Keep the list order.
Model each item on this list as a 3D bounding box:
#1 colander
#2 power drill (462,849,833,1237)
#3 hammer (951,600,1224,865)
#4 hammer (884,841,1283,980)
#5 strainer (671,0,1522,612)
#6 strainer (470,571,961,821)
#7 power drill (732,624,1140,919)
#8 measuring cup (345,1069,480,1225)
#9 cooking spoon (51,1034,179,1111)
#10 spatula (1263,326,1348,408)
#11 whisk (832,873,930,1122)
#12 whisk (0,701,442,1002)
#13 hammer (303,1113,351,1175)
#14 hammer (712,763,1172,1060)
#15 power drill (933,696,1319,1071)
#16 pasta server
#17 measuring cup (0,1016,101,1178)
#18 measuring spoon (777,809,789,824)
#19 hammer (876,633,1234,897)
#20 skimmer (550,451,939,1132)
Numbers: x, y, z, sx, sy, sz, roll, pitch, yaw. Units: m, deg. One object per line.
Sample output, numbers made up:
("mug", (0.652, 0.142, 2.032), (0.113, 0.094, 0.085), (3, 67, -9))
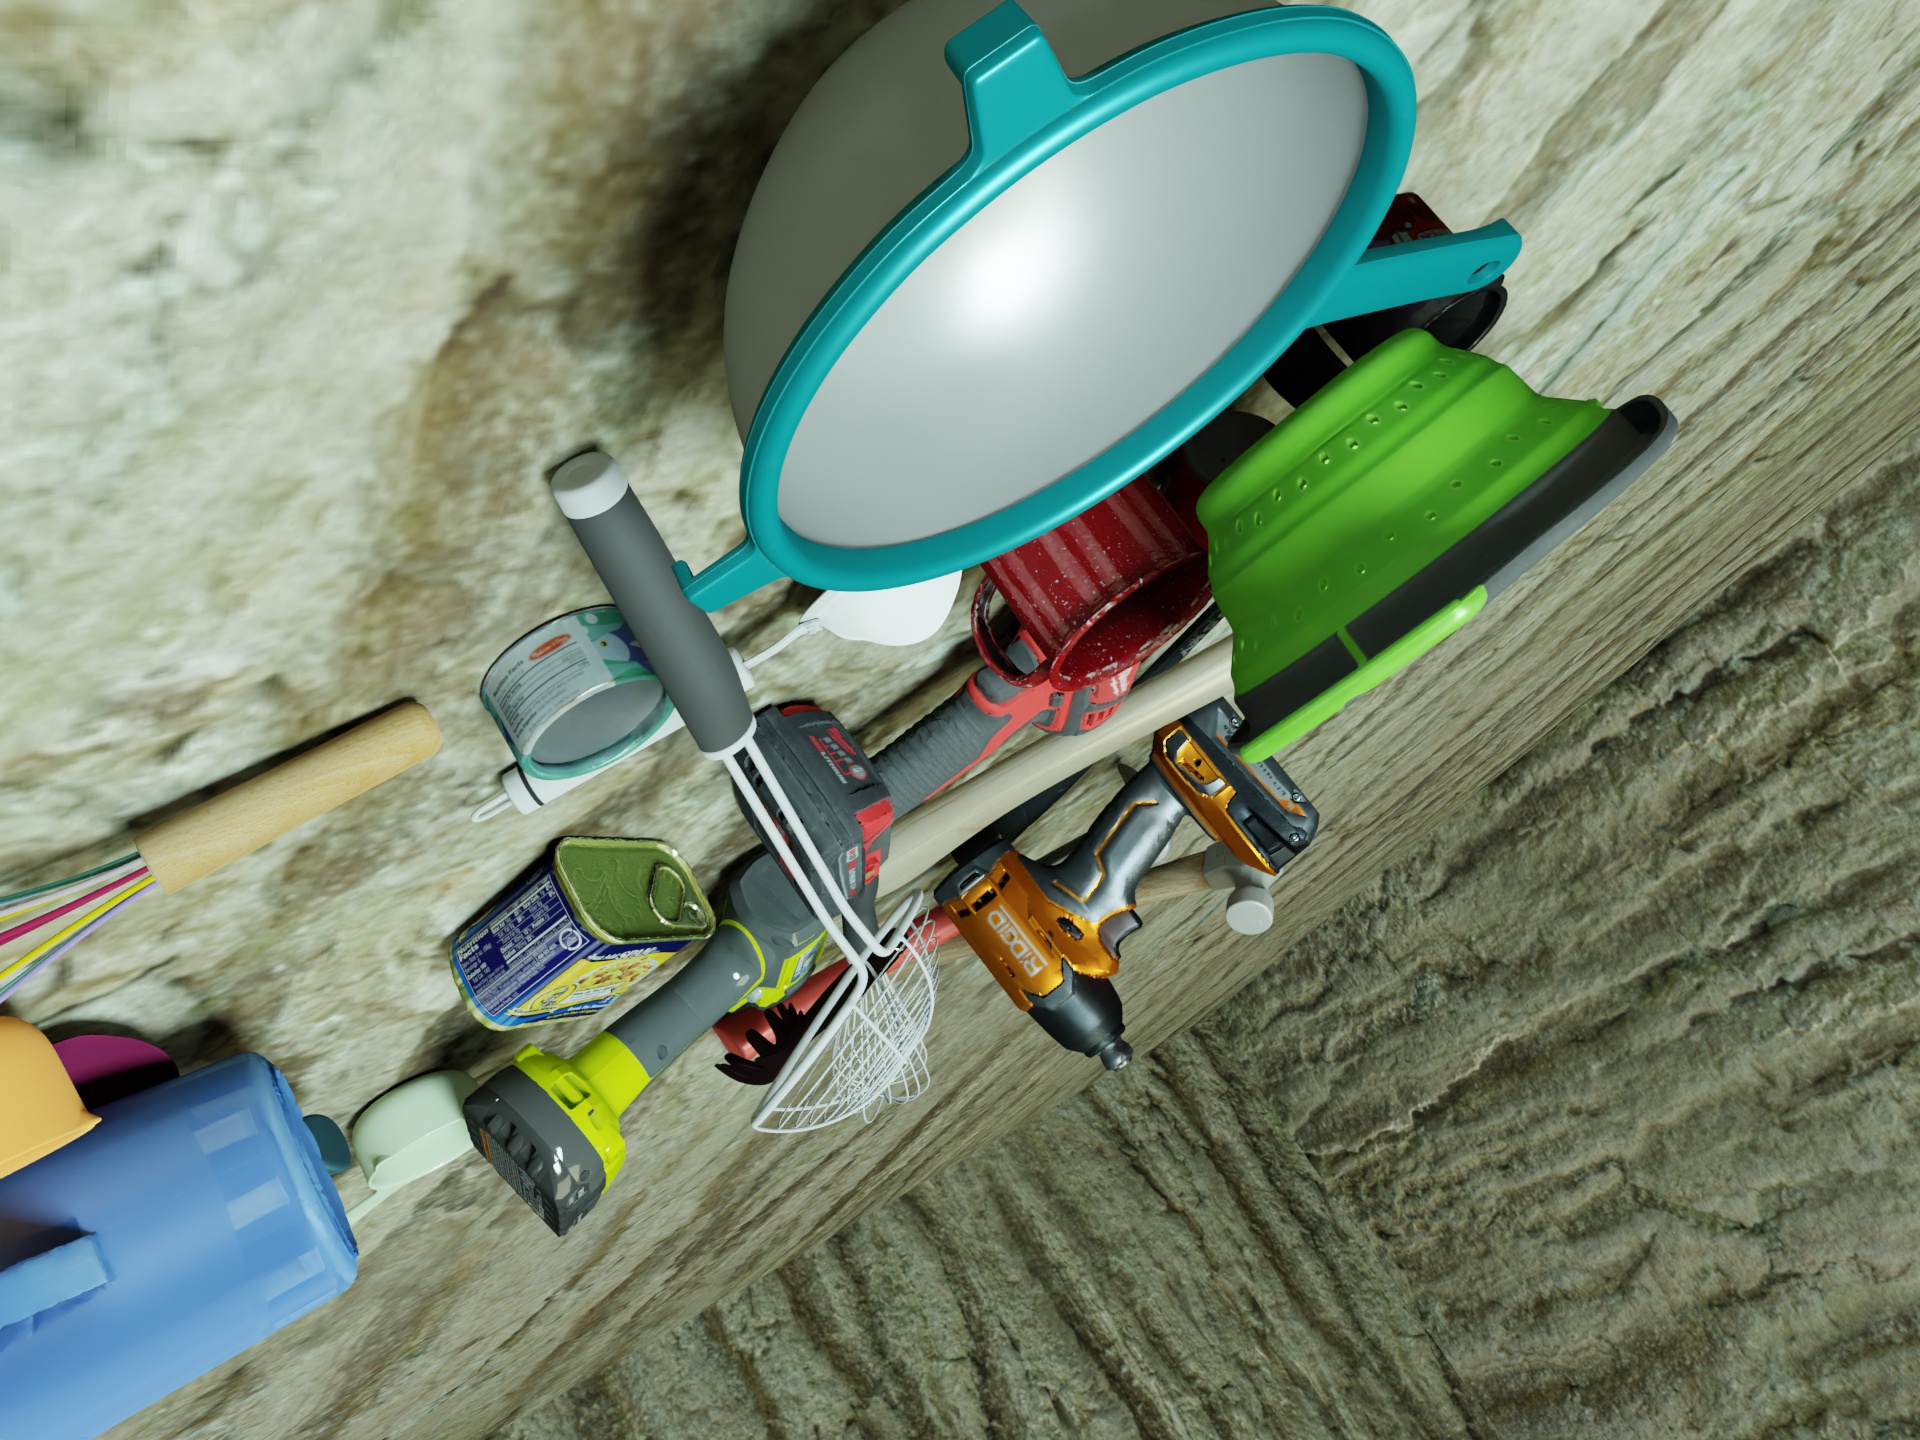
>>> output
("colander", (0.202, -0.113, 0.681), (0.204, 0.094, 0.397), (-40, 177, 38))
("power drill", (-0.168, 0.181, 0.910), (0.223, 0.080, 0.171), (-41, 168, -28))
("hammer", (0.116, -0.022, 1.006), (0.149, 0.036, 0.408), (-14, 154, -49))
("hammer", (0.078, 0.135, 1.156), (0.331, 0.031, 0.130), (-20, -151, 28))
("strainer", (0.058, -0.153, 0.484), (0.340, 0.095, 0.211), (-22, 161, -40))
("strainer", (-0.085, -0.022, 0.653), (0.258, 0.050, 0.087), (-30, 176, -4))
("power drill", (-0.001, -0.003, 0.791), (0.219, 0.079, 0.143), (-32, 162, -16))
("measuring cup", (-0.338, 0.255, 0.913), (0.167, 0.038, 0.083), (-39, 161, 19))
("cooking spoon", (-0.366, 0.193, 0.735), (0.069, 0.017, 0.318), (-23, 159, -17))
("spatula", (0.124, -0.172, 0.635), (0.018, 0.060, 0.315), (-64, 155, 0))
("whisk", (-0.058, 0.161, 1.000), (0.070, 0.070, 0.284), (-27, 140, -22))
("whisk", (-0.284, 0.055, 0.511), (0.245, 0.051, 0.047), (-31, -165, -24))
("hammer", (-0.445, 0.263, 0.718), (0.331, 0.033, 0.128), (-23, 160, -18))
("hammer", (-0.016, 0.144, 1.145), (0.359, 0.036, 0.149), (-29, -167, 5))
("power drill", (0.116, 0.104, 1.010), (0.226, 0.164, 0.084), (-39, 170, 6))
("pasta server", (-0.089, 0.172, 0.963), (0.060, 0.040, 0.316), (-46, 177, -31))
("measuring cup", (-0.345, 0.131, 0.504), (0.095, 0.052, 0.173), (-27, 176, -15))
("measuring spoon", (-0.077, 0.054, 0.901), (0.034, 0.018, 0.124), (-33, 169, 12))
("hammer", (0.094, -0.005, 0.920), (0.410, 0.038, 0.146), (-30, 151, 15))
("skimmer", (-0.090, 0.041, 0.627), (0.127, 0.090, 0.362), (-54, 141, -30))
